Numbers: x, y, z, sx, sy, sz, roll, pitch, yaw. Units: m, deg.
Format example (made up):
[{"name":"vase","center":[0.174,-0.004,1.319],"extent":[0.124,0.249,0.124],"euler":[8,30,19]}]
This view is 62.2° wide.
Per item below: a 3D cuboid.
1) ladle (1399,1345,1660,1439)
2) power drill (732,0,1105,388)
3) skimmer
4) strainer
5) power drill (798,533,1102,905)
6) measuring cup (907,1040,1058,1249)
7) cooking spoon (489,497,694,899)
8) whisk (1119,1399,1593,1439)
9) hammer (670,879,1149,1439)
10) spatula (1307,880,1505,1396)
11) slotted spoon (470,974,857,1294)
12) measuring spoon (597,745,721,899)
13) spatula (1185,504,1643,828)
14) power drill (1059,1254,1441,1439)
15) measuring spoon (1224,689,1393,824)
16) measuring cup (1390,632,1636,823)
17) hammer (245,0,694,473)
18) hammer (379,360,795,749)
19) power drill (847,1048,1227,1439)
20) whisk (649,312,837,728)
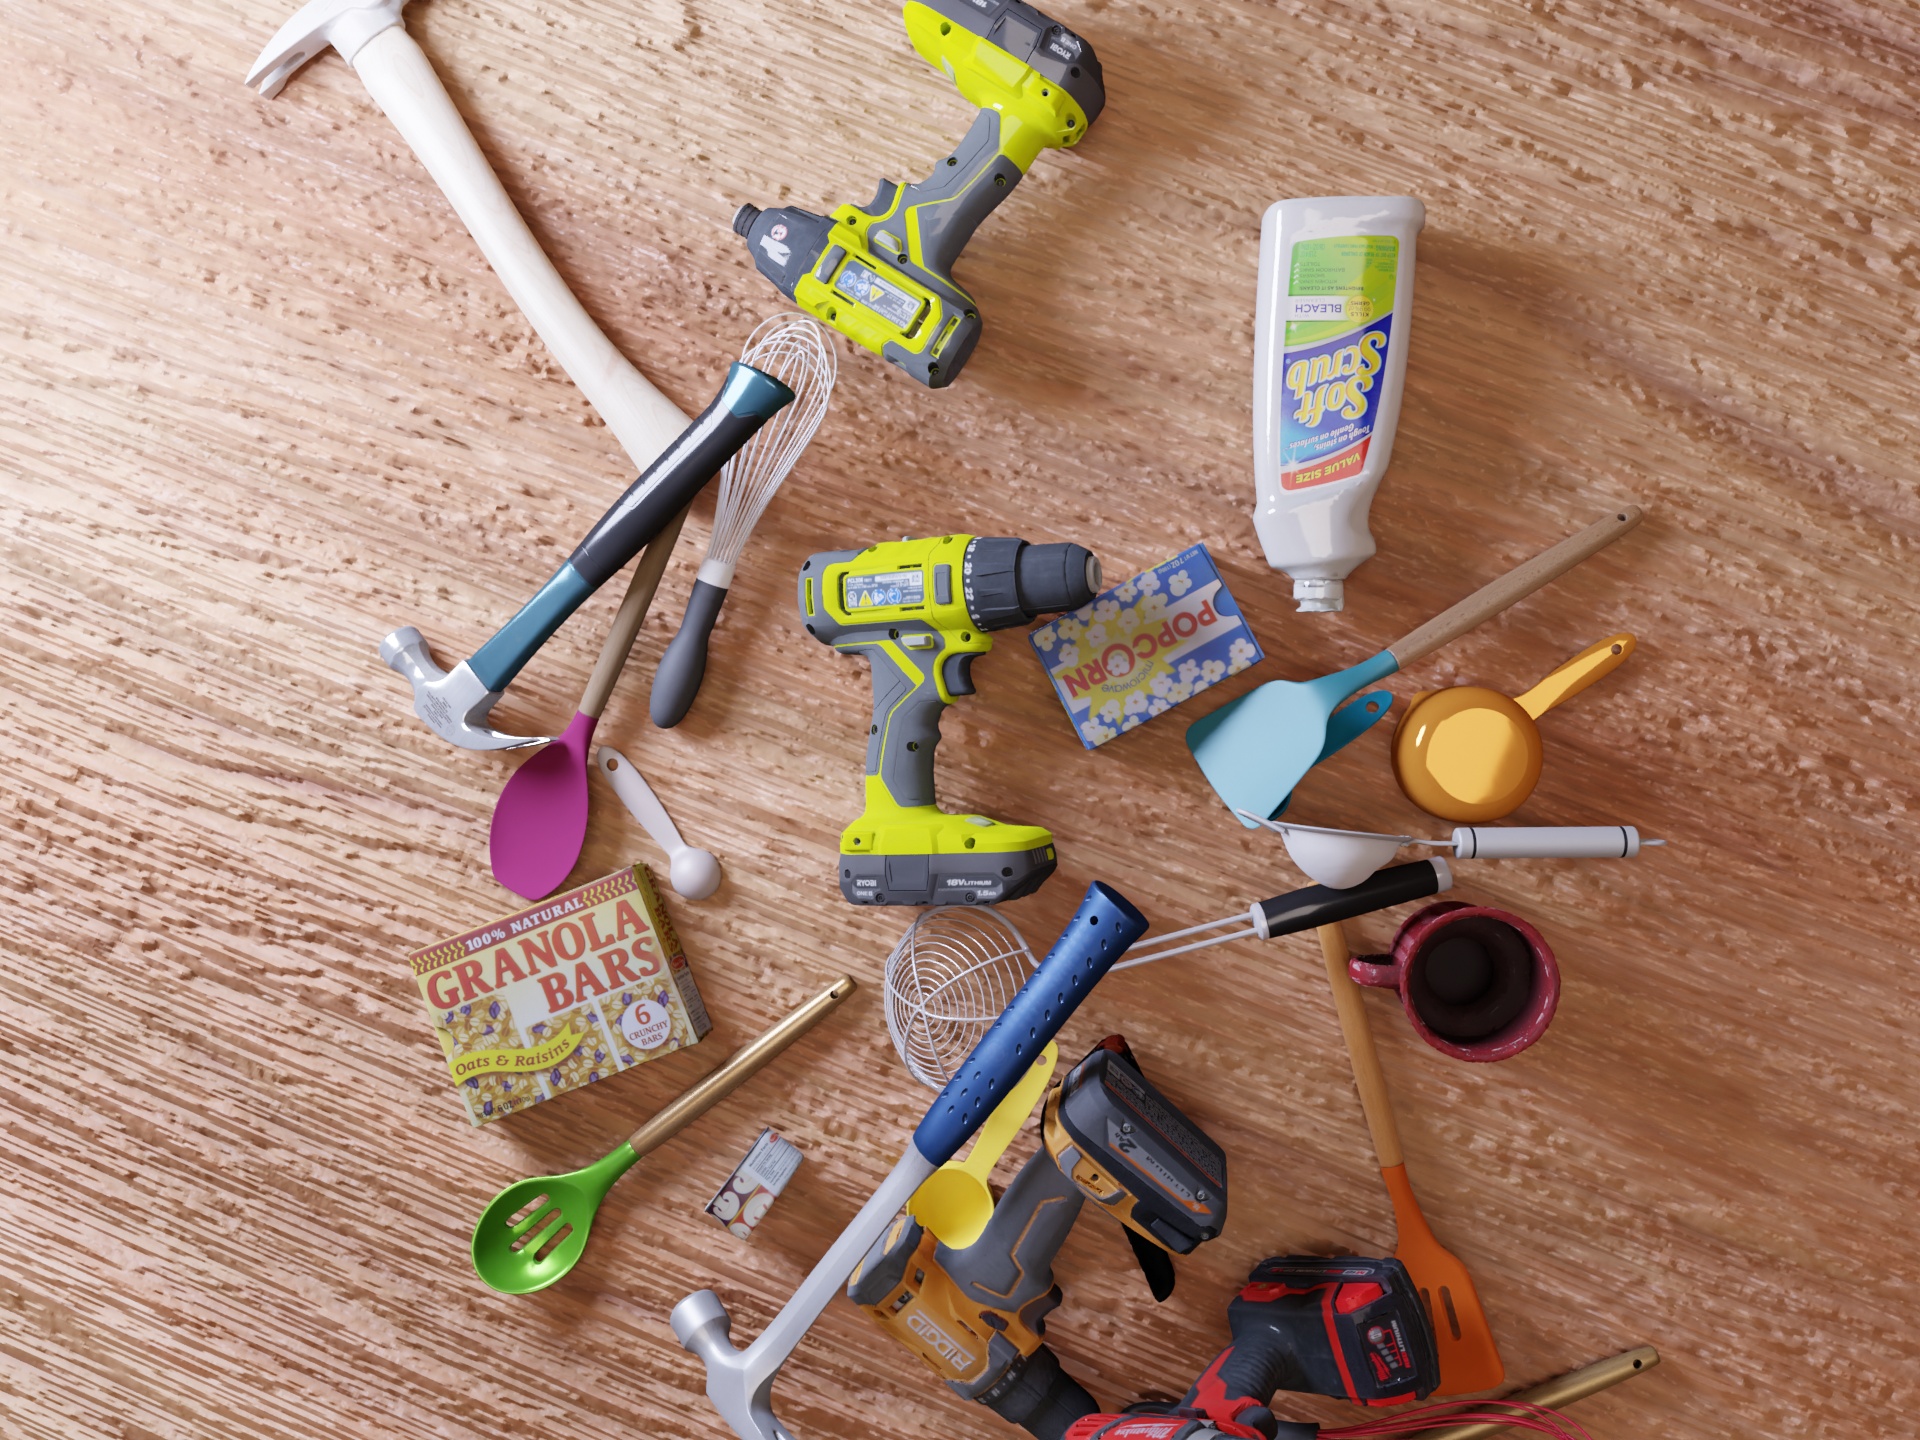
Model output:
[{"name":"ladle","center":[0.295,0.461,1.013],"extent":[0.315,0.031,0.069],"euler":[-23,79,3]},{"name":"power drill","center":[-0.026,-0.346,1.005],"extent":[0.171,0.080,0.223],"euler":[33,92,4]},{"name":"skimmer","center":[0.127,0.146,1.013],"extent":[0.363,0.090,0.127],"euler":[-14,76,-2]},{"name":"strainer","center":[0.297,0.077,0.963],"extent":[0.258,0.087,0.050],"euler":[-1,87,2]},{"name":"power drill","center":[-0.002,-0.003,0.993],"extent":[0.190,0.080,0.228],"euler":[-3,90,22]},{"name":"measuring cup","center":[0.020,0.274,1.037],"extent":[0.062,0.029,0.156],"euler":[31,91,4]},{"name":"cooking spoon","center":[-0.234,-0.027,1.045],"extent":[0.069,0.017,0.319],"euler":[27,100,13]},{"name":"whisk","center":[0.241,0.450,0.985],"extent":[0.296,0.073,0.073],"euler":[-3,90,19]},{"name":"hammer","center":[-0.022,0.268,0.944],"extent":[0.405,0.035,0.144],"euler":[-53,52,10]},{"name":"spatula","center":[0.265,0.260,1.006],"extent":[0.081,0.041,0.322],"euler":[-16,87,27]},{"name":"slotted spoon","center":[-0.193,0.269,1.055],"extent":[0.314,0.031,0.070],"euler":[-38,87,2]},{"name":"measuring spoon","center":[-0.205,0.067,1.057],"extent":[0.034,0.018,0.124],"euler":[-38,87,5]},{"name":"spatula","center":[0.293,-0.048,1.005],"extent":[0.317,0.044,0.082],"euler":[-30,62,-2]},{"name":"power drill","center":[0.185,0.390,0.902],"extent":[0.188,0.226,0.080],"euler":[-19,89,46]},{"name":"measuring spoon","center":[0.226,0.024,1.022],"extent":[0.128,0.021,0.042],"euler":[-36,62,-4]},{"name":"measuring cup","center":[0.352,-0.003,0.990],"extent":[0.173,0.052,0.095],"euler":[-35,88,6]},{"name":"hammer","center":[-0.307,-0.310,1.055],"extent":[0.146,0.038,0.410],"euler":[-35,88,6]},{"name":"hammer","center":[-0.232,-0.105,1.014],"extent":[0.331,0.033,0.128],"euler":[-43,78,15]},{"name":"power drill","center":[0.067,0.337,0.977],"extent":[0.185,0.084,0.226],"euler":[43,105,-2]},{"name":"whisk","center":[-0.149,-0.127,1.034],"extent":[0.070,0.070,0.284],"euler":[22,97,4]}]
